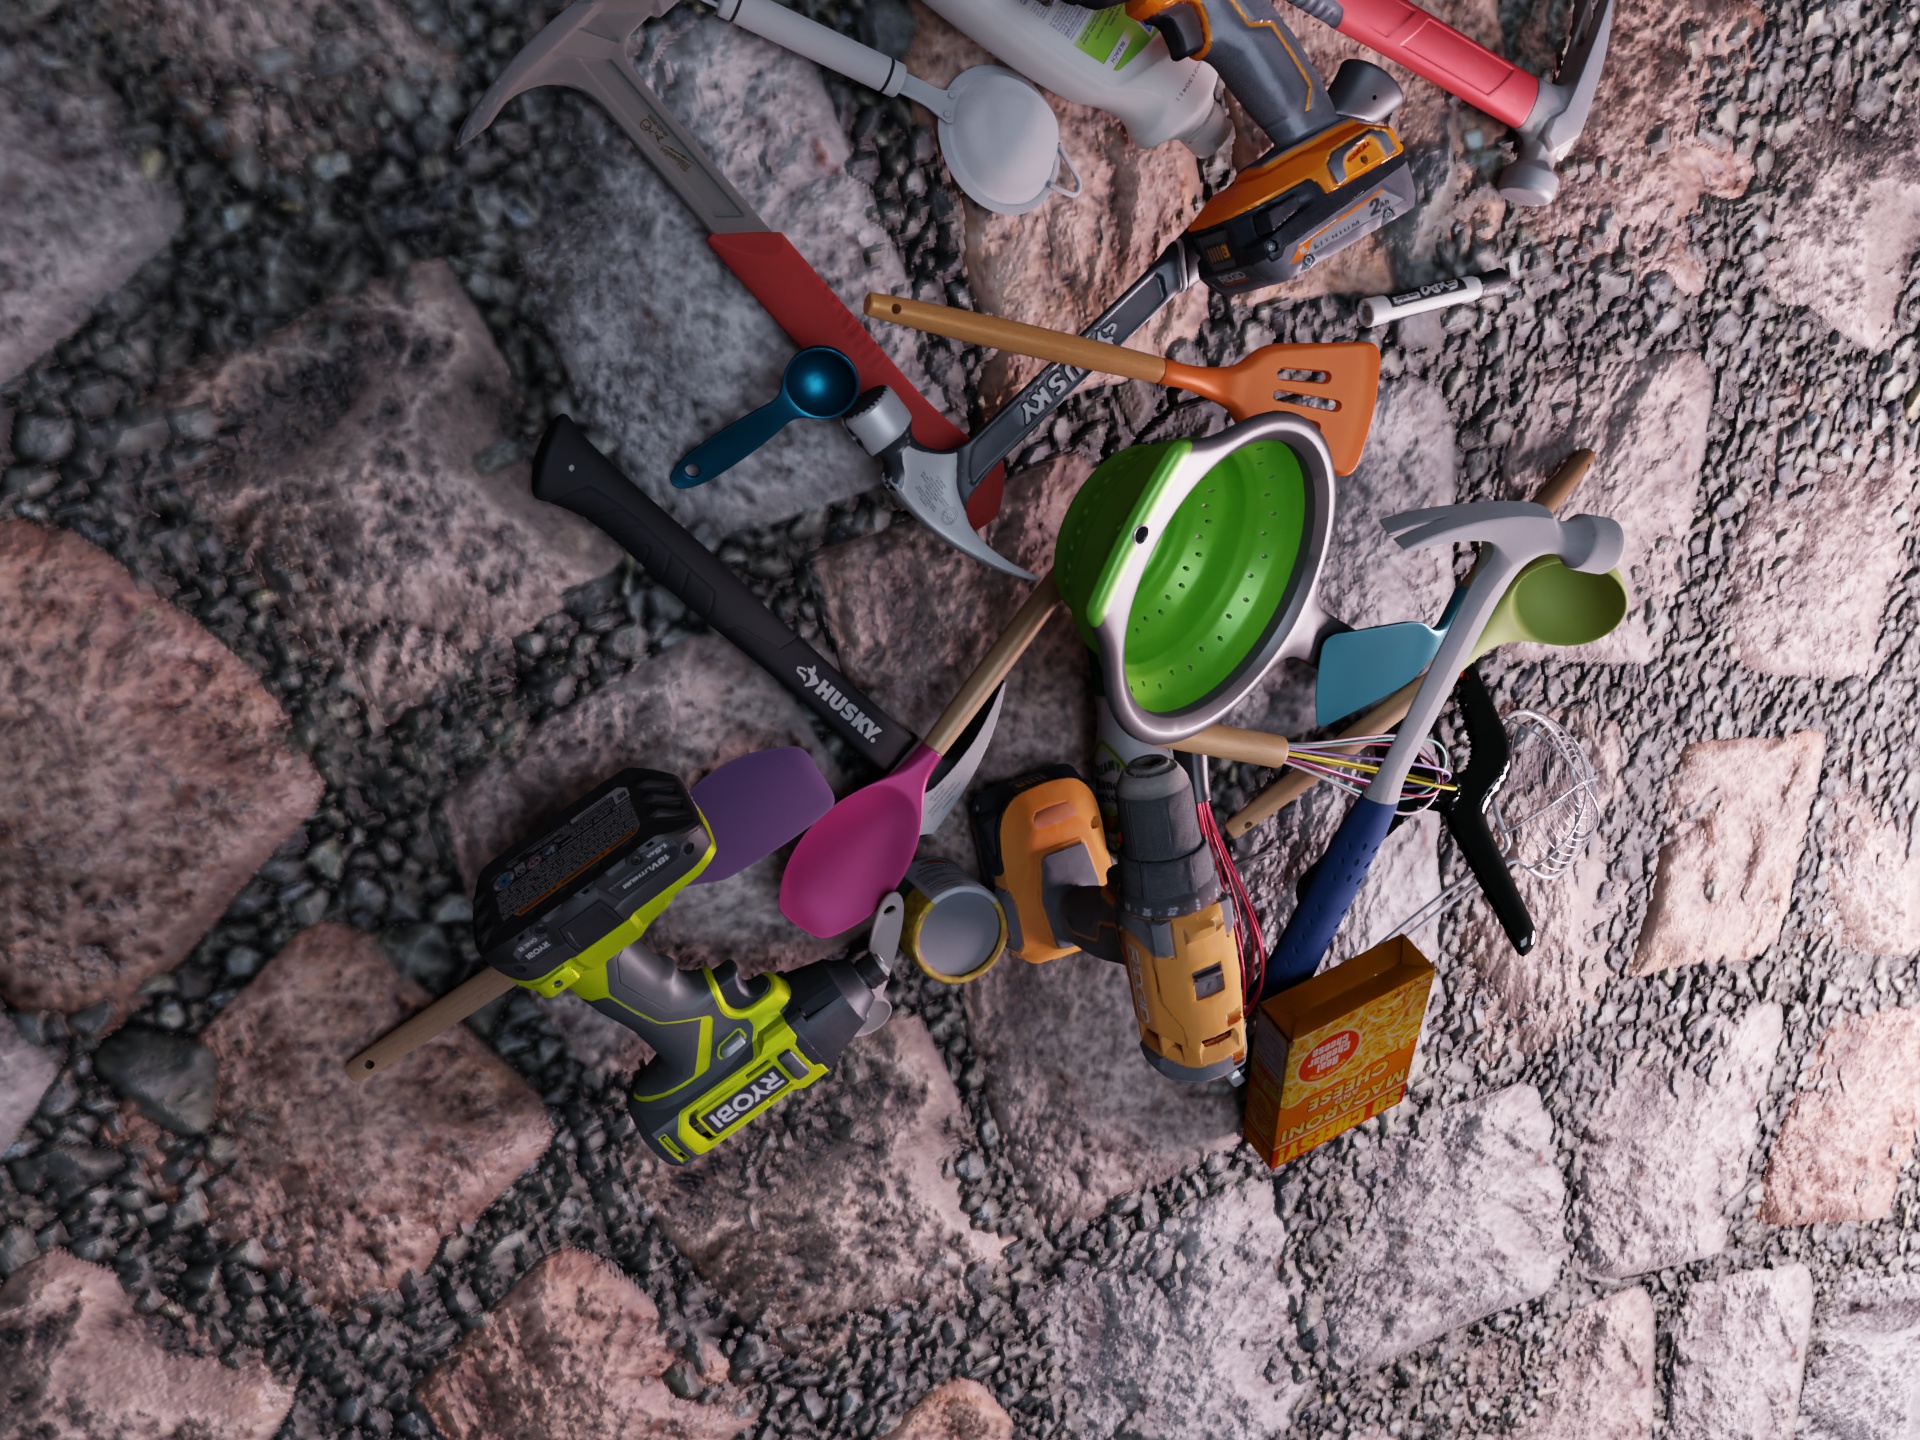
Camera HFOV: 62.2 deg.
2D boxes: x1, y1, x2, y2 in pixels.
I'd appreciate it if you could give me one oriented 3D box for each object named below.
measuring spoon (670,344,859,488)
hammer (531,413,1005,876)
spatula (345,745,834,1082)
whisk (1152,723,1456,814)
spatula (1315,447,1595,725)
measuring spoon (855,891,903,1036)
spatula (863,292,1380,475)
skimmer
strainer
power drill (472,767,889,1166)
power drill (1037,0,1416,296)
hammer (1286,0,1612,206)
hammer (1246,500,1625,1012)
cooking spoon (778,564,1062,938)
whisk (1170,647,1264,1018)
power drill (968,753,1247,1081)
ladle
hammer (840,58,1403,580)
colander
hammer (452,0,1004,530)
[{"bbox_3d":[-0.112,-0.169,0.890,0.128,0.021,0.042,-29,122,20],"label":"measuring spoon"},{"bbox_3d":[-0.113,-0.055,0.931,0.334,0.035,0.146,43,84,-26],"label":"hammer"},{"bbox_3d":[-0.216,0.113,0.920,0.316,0.018,0.059,-34,99,-6],"label":"spatula"},{"bbox_3d":[0.229,0.023,1.045,0.244,0.047,0.051,10,124,-25],"label":"whisk"},{"bbox_3d":[0.350,-0.106,1.096,0.317,0.044,0.082,-42,143,-29],"label":"spatula"},{"bbox_3d":[-0.054,0.150,0.996,0.034,0.018,0.124,-8,130,-29],"label":"measuring spoon"},{"bbox_3d":[0.098,-0.205,0.906,0.322,0.041,0.081,6,101,-27],"label":"spatula"},{"bbox_3d":[0.328,0.136,1.181,0.363,0.090,0.127,-39,111,0],"label":"skimmer"},{"bbox_3d":[-0.031,-0.356,0.891,0.258,0.050,0.087,17,80,-24],"label":"strainer"},{"bbox_3d":[-0.152,0.139,0.904,0.171,0.080,0.223,-35,127,-3],"label":"power drill"},{"bbox_3d":[0.142,-0.355,0.874,0.164,0.084,0.226,-32,107,-15],"label":"power drill"},{"bbox_3d":[0.251,-0.461,0.991,0.386,0.038,0.143,15,95,-27],"label":"hammer"},{"bbox_3d":[0.268,0.039,1.021,0.144,0.035,0.405,6,124,-18],"label":"hammer"},{"bbox_3d":[-0.002,-0.003,0.963,0.068,0.017,0.319,38,88,-22],"label":"cooking spoon"},{"bbox_3d":[0.160,0.072,1.074,0.073,0.073,0.295,-12,102,-21],"label":"whisk"},{"bbox_3d":[0.085,0.090,0.948,0.084,0.226,0.185,-18,110,-19],"label":"power drill"},{"bbox_3d":[0.319,-0.012,1.101,0.320,0.062,0.078,-36,120,0],"label":"ladle"},{"bbox_3d":[0.120,-0.253,0.946,0.409,0.036,0.149,-44,116,-10],"label":"hammer"},{"bbox_3d":[0.168,-0.081,0.997,0.396,0.095,0.204,18,102,-54],"label":"colander"},{"bbox_3d":[-0.103,-0.235,0.890,0.149,0.037,0.358,-47,116,-7],"label":"hammer"}]
